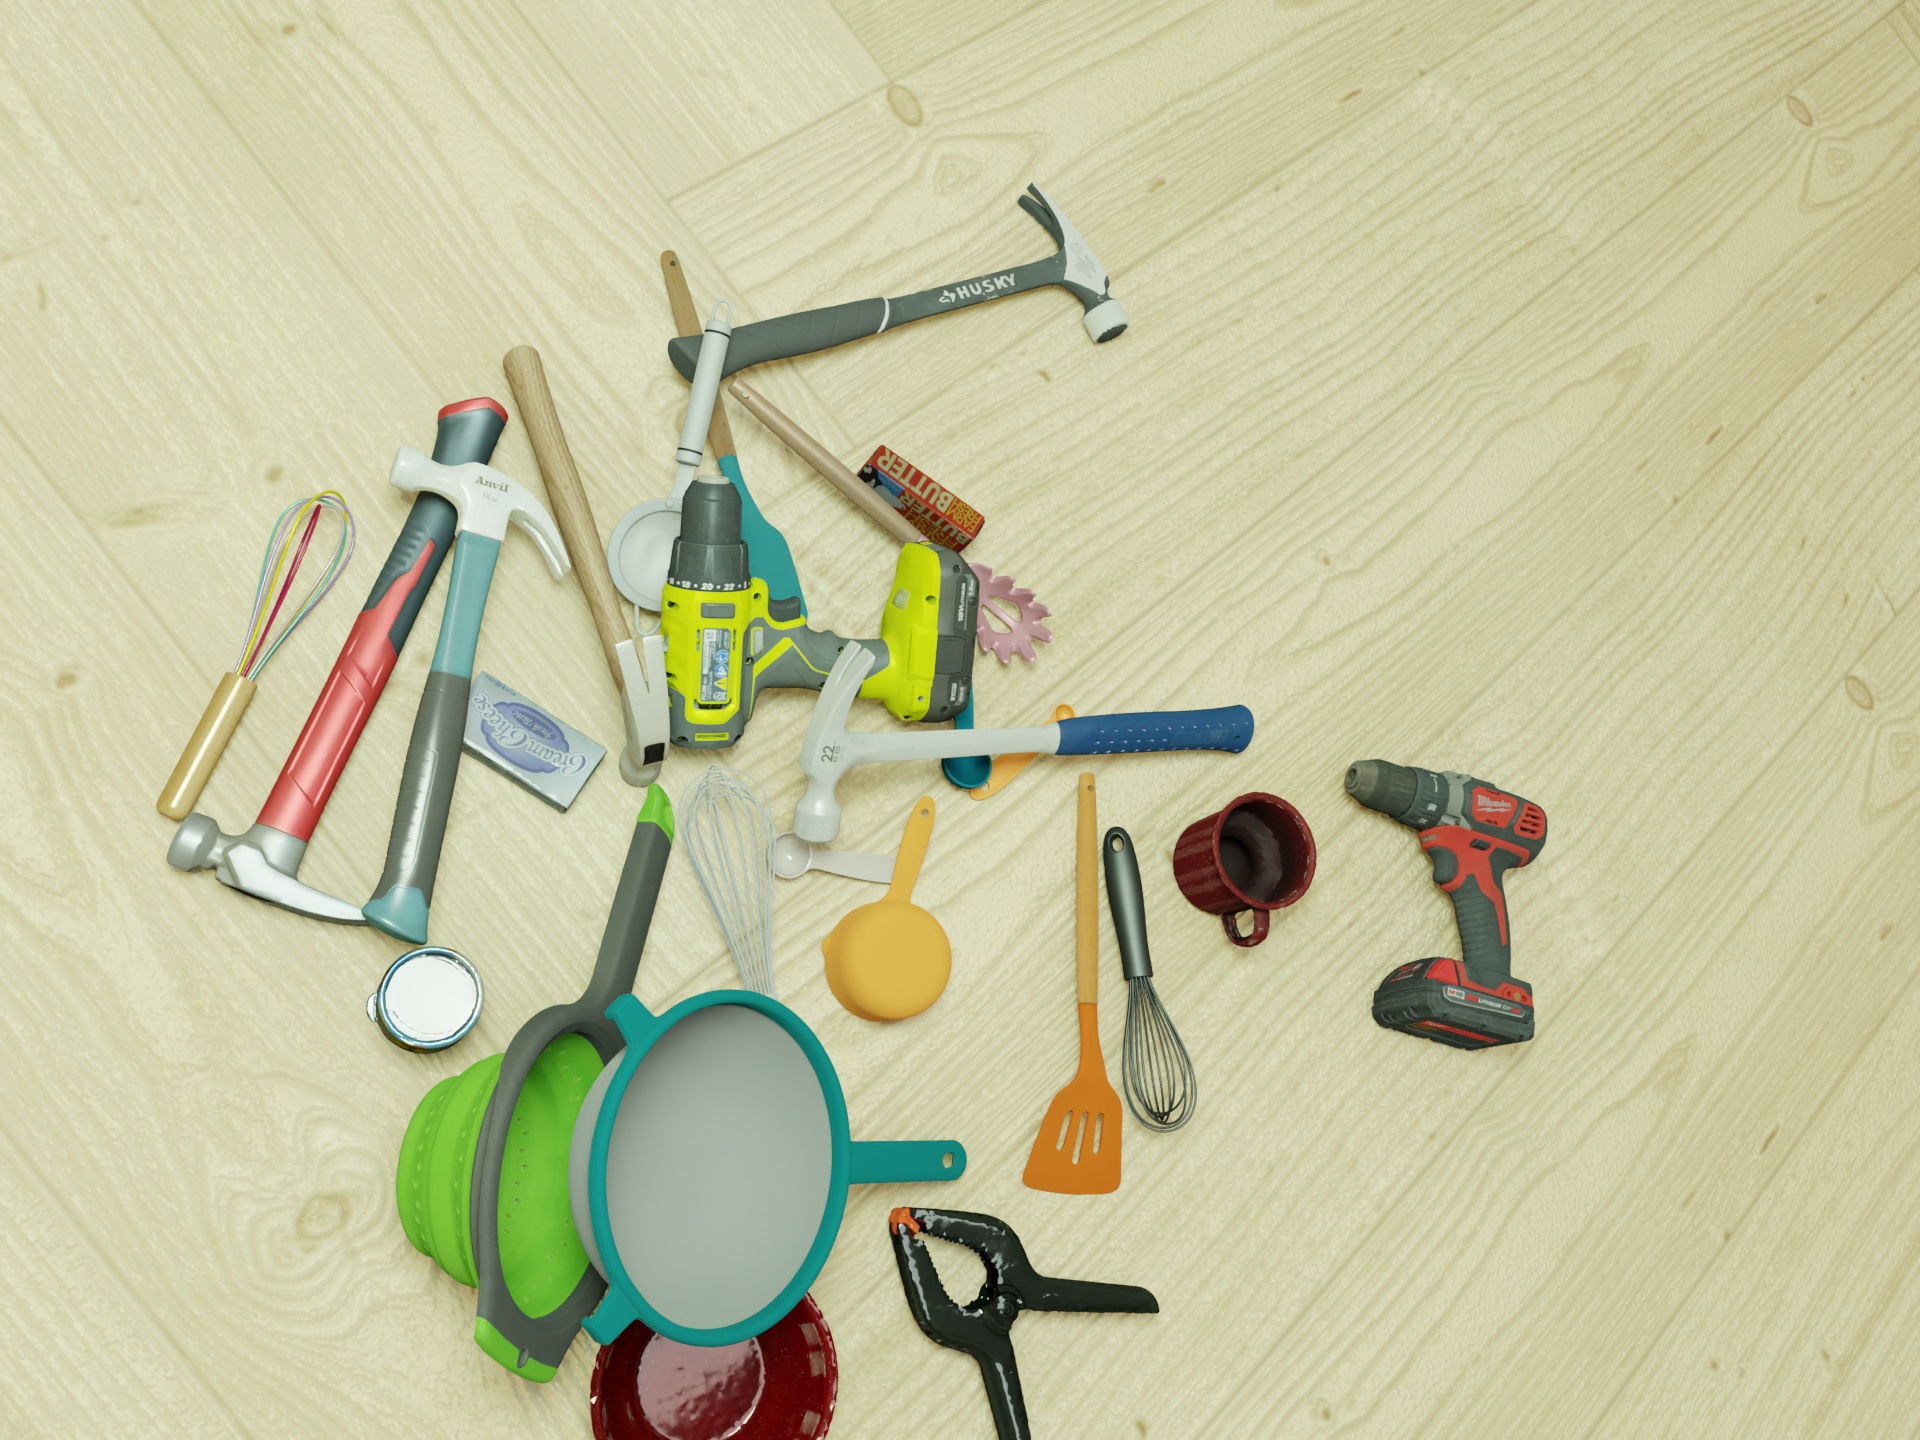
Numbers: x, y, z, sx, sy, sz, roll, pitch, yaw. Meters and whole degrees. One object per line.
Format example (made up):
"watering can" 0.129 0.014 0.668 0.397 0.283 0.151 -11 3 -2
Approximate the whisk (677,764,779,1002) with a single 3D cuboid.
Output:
"whisk" -0.145 0.170 1.121 0.070 0.070 0.285 -11 85 -24

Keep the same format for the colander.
"colander" -0.273 0.213 1.037 0.094 0.204 0.397 0 54 13

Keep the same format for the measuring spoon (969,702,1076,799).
"measuring spoon" 0.049 0.026 1.265 0.117 0.011 0.021 -41 93 -22

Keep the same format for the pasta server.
"pasta server" -0.054 -0.156 1.236 0.316 0.040 0.060 40 94 -16

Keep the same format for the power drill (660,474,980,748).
"power drill" -0.107 -0.079 1.162 0.228 0.080 0.190 -1 105 -24

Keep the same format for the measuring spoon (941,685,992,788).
"measuring spoon" -0.002 -0.004 1.252 0.042 0.021 0.129 7 64 -26

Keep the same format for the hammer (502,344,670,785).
"hammer" -0.268 -0.124 1.135 0.031 0.130 0.331 -15 73 -22

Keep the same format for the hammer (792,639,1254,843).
"hammer" 0.064 0.009 1.213 0.405 0.035 0.144 -3 113 -33

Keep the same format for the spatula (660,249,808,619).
"spatula" -0.191 -0.220 1.231 0.082 0.044 0.318 -11 75 -23

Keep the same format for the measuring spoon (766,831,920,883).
"measuring spoon" -0.088 0.107 1.187 0.124 0.018 0.034 11 82 -25

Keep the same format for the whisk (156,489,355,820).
"whisk" -0.472 -0.049 1.061 0.051 0.047 0.245 25 71 -15

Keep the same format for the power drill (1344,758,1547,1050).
"power drill" 0.401 0.147 1.335 0.187 0.080 0.227 18 67 -16

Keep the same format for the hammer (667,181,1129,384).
"hammer" -0.050 -0.340 1.298 0.409 0.036 0.149 -22 83 -29

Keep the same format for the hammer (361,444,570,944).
"hammer" -0.347 -0.017 1.068 0.128 0.033 0.331 15 71 -26

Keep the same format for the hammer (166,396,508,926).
"hammer" -0.386 -0.052 1.097 0.143 0.038 0.386 24 68 -15

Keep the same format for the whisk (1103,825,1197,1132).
"whisk" 0.141 0.197 1.233 0.055 0.055 0.239 -1 72 -22

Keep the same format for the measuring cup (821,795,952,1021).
"measuring cup" -0.039 0.135 1.167 0.095 0.052 0.174 20 75 -18

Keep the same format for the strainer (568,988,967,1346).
"strainer" -0.132 0.290 1.048 0.340 0.095 0.211 18 68 -50

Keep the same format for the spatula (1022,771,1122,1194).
"spatula" 0.094 0.197 1.228 0.081 0.041 0.323 9 68 -19

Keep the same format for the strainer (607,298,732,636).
"strainer" -0.201 -0.186 1.178 0.087 0.050 0.258 13 89 -1
